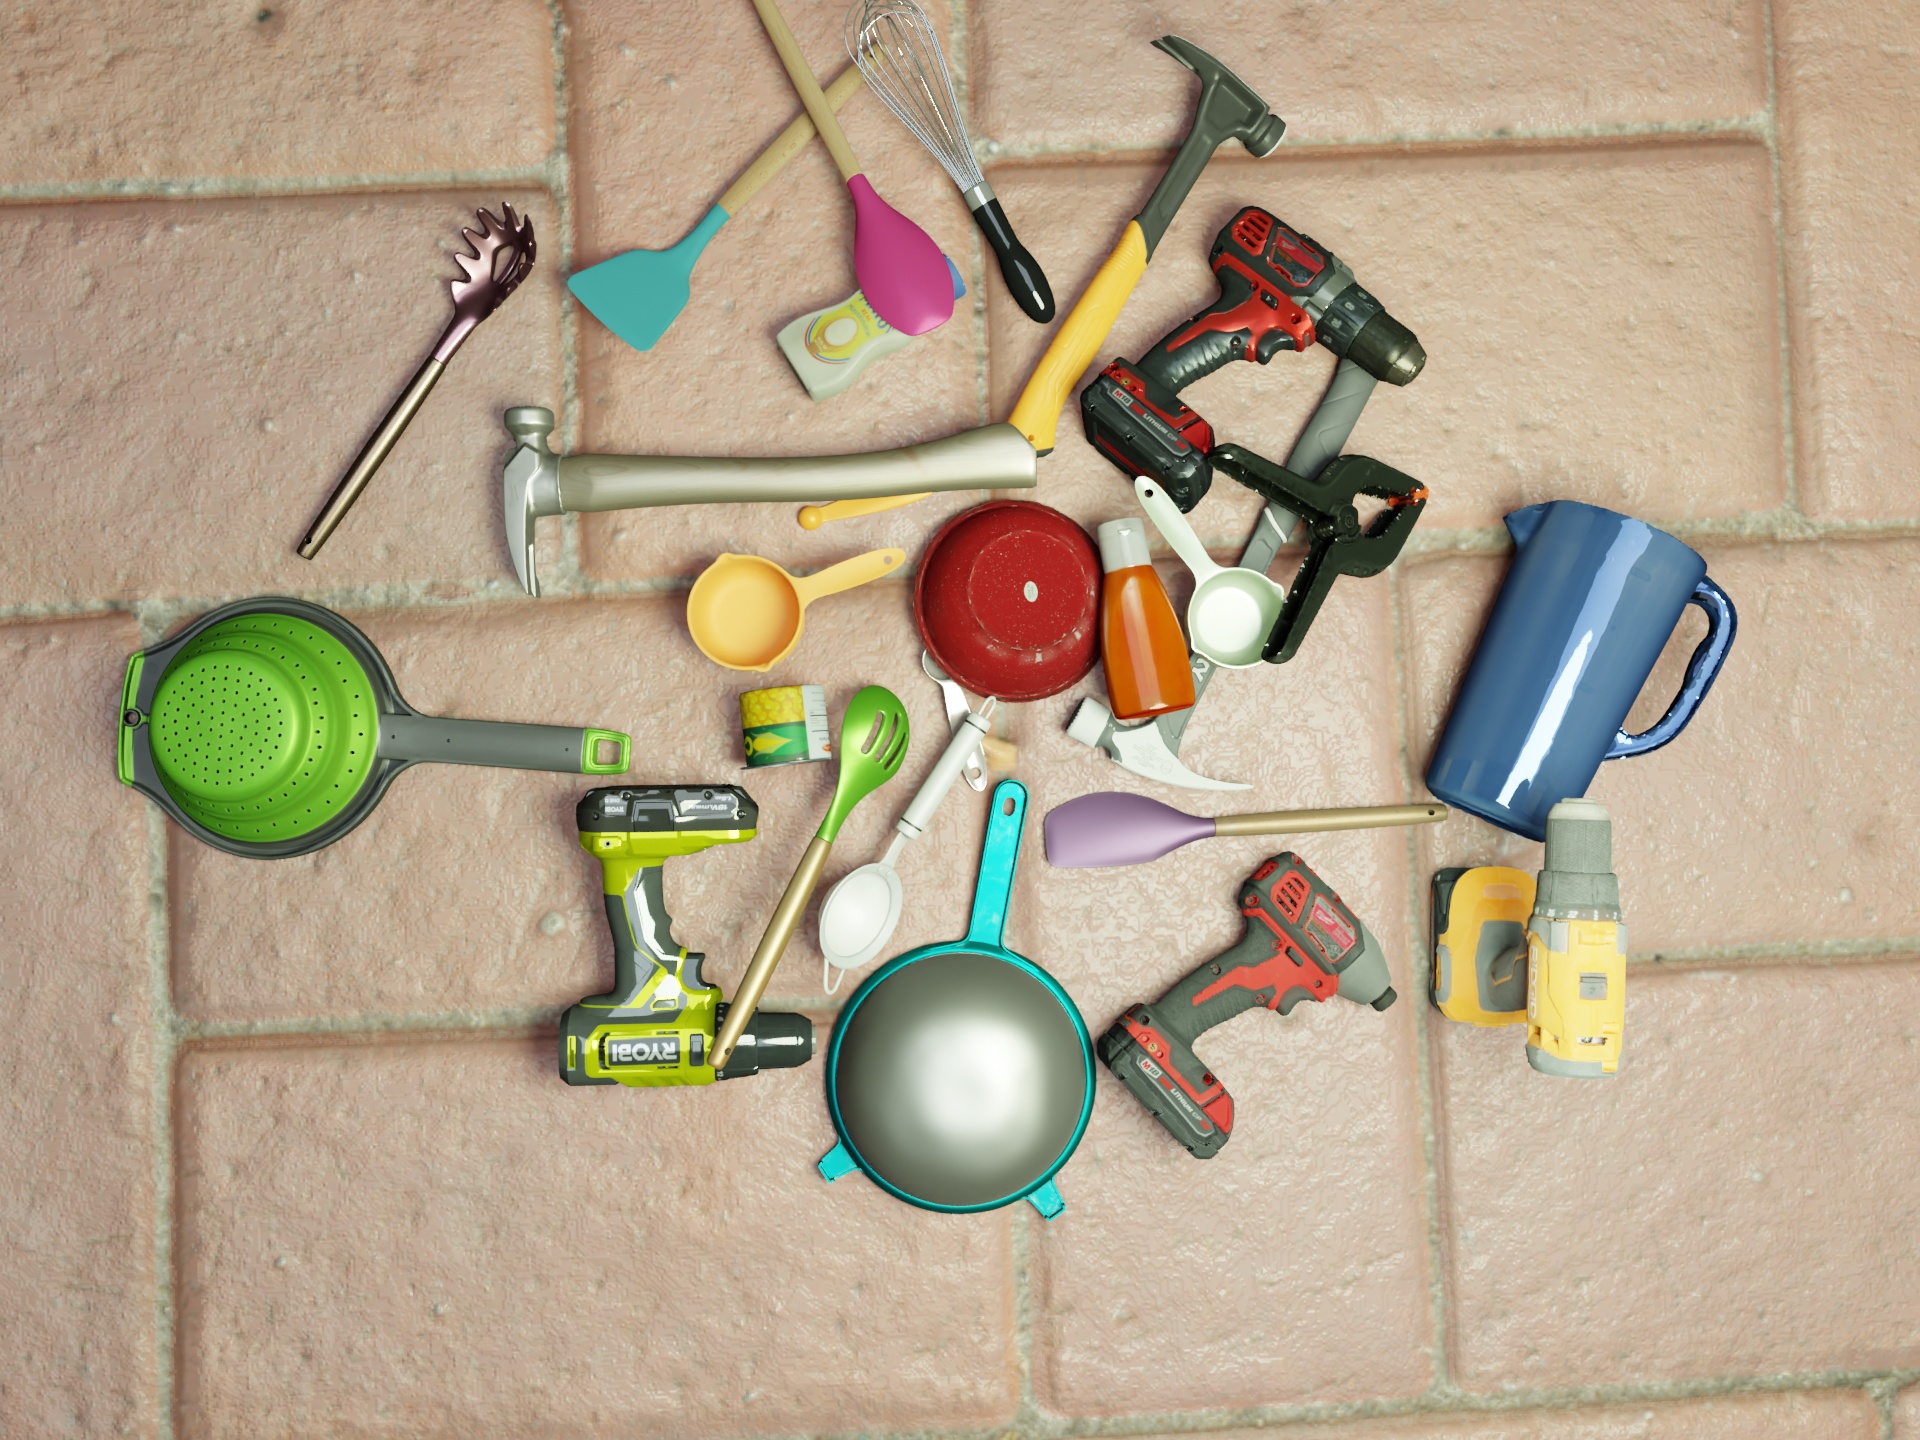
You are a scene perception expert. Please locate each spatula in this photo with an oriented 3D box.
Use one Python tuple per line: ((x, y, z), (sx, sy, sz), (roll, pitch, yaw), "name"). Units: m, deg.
((-0.167, -0.420, 1.242), (0.082, 0.044, 0.317), (43, 87, 1), "spatula")
((0.224, 0.080, 1.246), (0.316, 0.018, 0.060), (-3, 77, -1), "spatula")

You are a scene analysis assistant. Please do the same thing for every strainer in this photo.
((0.013, 0.213, 1.198), (0.211, 0.095, 0.340), (10, 89, -1), "strainer")
((-0.045, 0.090, 1.221), (0.050, 0.086, 0.258), (31, 86, 39), "strainer")

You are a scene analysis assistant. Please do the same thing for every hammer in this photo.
((-0.146, -0.176, 1.221), (0.410, 0.038, 0.146), (-2, 89, 4), "hammer")
((0.122, -0.357, 1.236), (0.127, 0.034, 0.337), (30, 91, -25), "hammer")
((0.242, -0.133, 1.246), (0.149, 0.036, 0.409), (29, 87, -1), "hammer")

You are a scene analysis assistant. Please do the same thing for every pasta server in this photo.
((-0.425, -0.260, 1.234), (0.060, 0.040, 0.316), (34, 89, 12), "pasta server")

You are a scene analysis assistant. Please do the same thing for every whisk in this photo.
((-0.002, -0.436, 1.235), (0.070, 0.070, 0.284), (-31, 99, -2), "whisk")

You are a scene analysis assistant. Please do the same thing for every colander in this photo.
((-0.453, 0.010, 1.195), (0.397, 0.094, 0.204), (4, 88, -1), "colander")

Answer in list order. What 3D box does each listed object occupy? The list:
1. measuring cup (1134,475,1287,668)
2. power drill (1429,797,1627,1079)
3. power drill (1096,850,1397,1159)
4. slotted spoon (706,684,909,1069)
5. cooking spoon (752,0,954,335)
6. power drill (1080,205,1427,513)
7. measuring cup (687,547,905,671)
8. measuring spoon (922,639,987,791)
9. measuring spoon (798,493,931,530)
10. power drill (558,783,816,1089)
((0.181, -0.113, 1.207), (0.083, 0.038, 0.167), (-35, 89, -4), "measuring cup")
((0.409, 0.147, 1.143), (0.084, 0.226, 0.185), (2, 88, -1), "power drill")
((0.223, 0.222, 1.215), (0.219, 0.078, 0.143), (-44, 90, -5), "power drill")
((-0.112, 0.114, 1.189), (0.070, 0.031, 0.314), (38, 70, -39), "slotted spoon")
((-0.093, -0.440, 1.229), (0.069, 0.017, 0.319), (-27, 84, -3), "cooking spoon")
((0.222, -0.265, 1.215), (0.188, 0.080, 0.227), (42, 85, 15), "power drill")
((-0.124, -0.096, 1.229), (0.173, 0.052, 0.095), (-21, 89, -4), "measuring cup")
((-0.002, -0.004, 1.248), (0.034, 0.018, 0.124), (-16, 95, -9), "measuring spoon")
((-0.071, -0.173, 1.251), (0.117, 0.011, 0.021), (-16, 89, -2), "measuring spoon")
((-0.205, 0.164, 1.206), (0.190, 0.080, 0.228), (-1, 90, -6), "power drill")
